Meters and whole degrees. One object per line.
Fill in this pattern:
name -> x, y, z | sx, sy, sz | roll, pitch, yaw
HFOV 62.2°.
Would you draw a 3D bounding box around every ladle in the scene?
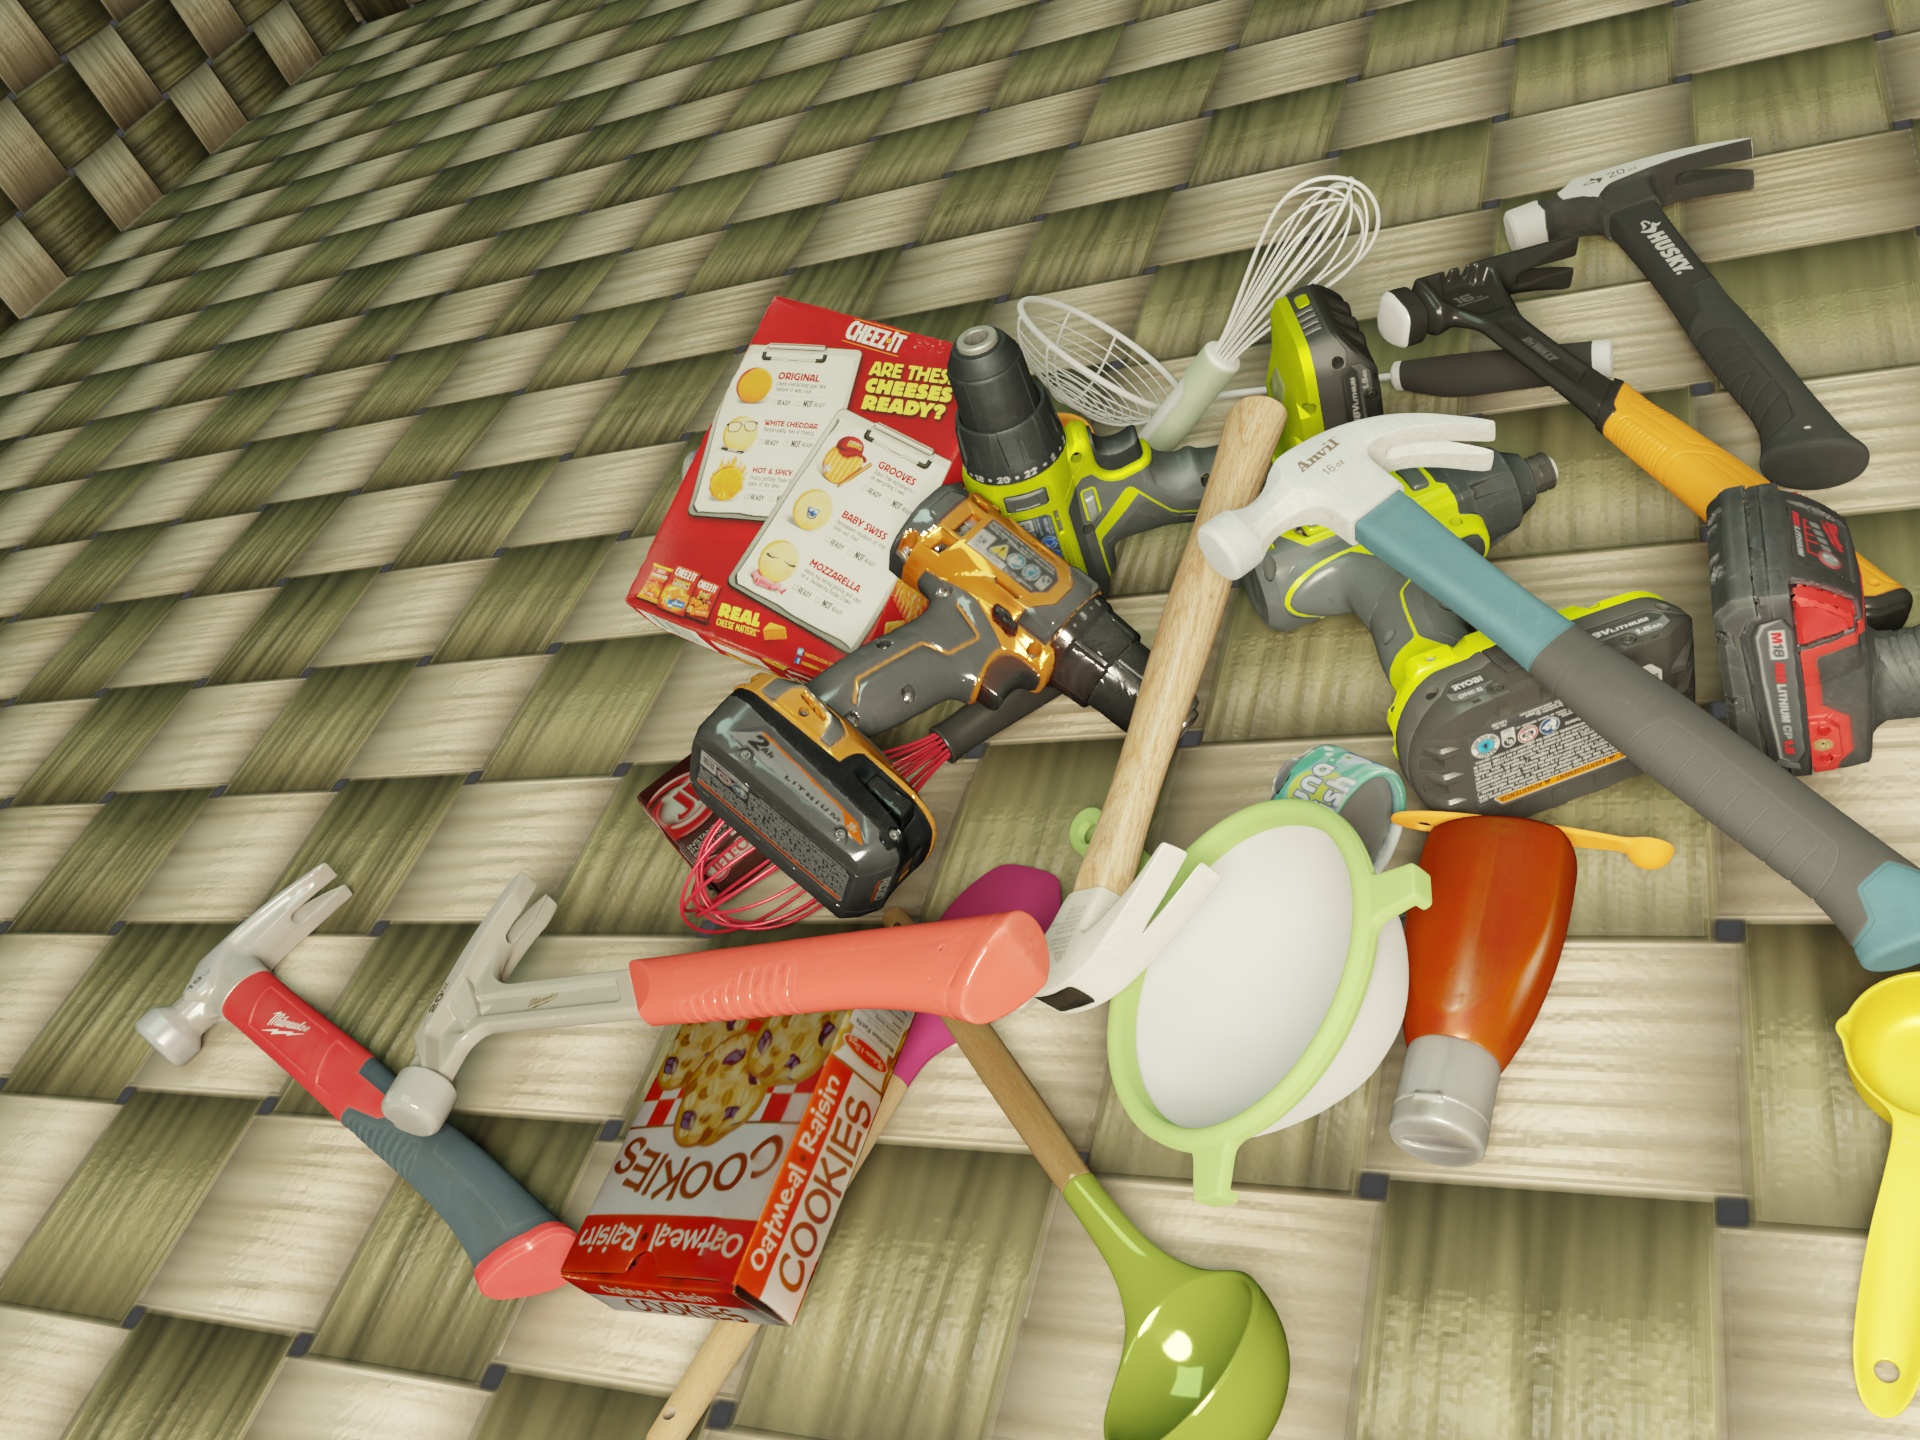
ladle -> 0.029, 0.170, 0.659 | 0.078, 0.062, 0.320 | -47, 41, 5

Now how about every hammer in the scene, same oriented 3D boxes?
hammer -> 0.252, -0.020, 0.649 | 0.128, 0.033, 0.331 | -38, 57, -9
hammer -> 0.430, -0.237, 0.908 | 0.146, 0.035, 0.335 | -17, 40, 13
hammer -> 0.101, -0.019, 0.753 | 0.130, 0.031, 0.331 | -23, 41, 59
hammer -> -0.311, 0.189, 0.859 | 0.387, 0.038, 0.143 | 19, 56, 42
hammer -> -0.116, 0.115, 0.730 | 0.359, 0.036, 0.149 | -12, 39, 34
hammer -> 0.359, -0.152, 0.822 | 0.127, 0.034, 0.337 | -19, 46, -11

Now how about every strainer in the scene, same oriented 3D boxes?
strainer -> 0.118, 0.098, 0.703 | 0.151, 0.069, 0.256 | -59, 22, 5

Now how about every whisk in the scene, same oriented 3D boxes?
whisk -> 0.157, -0.219, 0.932 | 0.246, 0.059, 0.058 | -51, 22, 45
whisk -> -0.026, 0.024, 0.864 | 0.296, 0.073, 0.073 | -34, 39, -17

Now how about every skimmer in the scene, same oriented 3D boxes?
skimmer -> 0.210, -0.238, 0.991 | 0.363, 0.090, 0.127 | 0, 15, 27

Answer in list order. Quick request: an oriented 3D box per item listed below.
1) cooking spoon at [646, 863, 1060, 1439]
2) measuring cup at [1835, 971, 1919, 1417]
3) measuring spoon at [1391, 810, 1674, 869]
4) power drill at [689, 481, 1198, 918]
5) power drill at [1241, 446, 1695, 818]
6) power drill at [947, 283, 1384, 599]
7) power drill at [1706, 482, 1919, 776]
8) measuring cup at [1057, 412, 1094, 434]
cooking spoon -> -0.044, 0.185, 0.726 | 0.069, 0.017, 0.319 | 9, 50, 36
measuring cup -> 0.327, 0.162, 0.544 | 0.062, 0.029, 0.157 | 7, 62, 35
measuring spoon -> 0.247, 0.052, 0.692 | 0.117, 0.021, 0.011 | 6, 65, 20
power drill -> -0.001, -0.003, 0.809 | 0.185, 0.084, 0.226 | 39, 60, 11
power drill -> 0.251, -0.058, 0.782 | 0.171, 0.080, 0.223 | -21, 37, 1
power drill -> 0.112, -0.157, 0.883 | 0.228, 0.190, 0.080 | -15, 44, 8
power drill -> 0.418, -0.049, 0.625 | 0.220, 0.143, 0.079 | -6, 41, 27
measuring cup -> 0.026, -0.116, 0.995 | 0.173, 0.052, 0.095 | -49, 43, -14
